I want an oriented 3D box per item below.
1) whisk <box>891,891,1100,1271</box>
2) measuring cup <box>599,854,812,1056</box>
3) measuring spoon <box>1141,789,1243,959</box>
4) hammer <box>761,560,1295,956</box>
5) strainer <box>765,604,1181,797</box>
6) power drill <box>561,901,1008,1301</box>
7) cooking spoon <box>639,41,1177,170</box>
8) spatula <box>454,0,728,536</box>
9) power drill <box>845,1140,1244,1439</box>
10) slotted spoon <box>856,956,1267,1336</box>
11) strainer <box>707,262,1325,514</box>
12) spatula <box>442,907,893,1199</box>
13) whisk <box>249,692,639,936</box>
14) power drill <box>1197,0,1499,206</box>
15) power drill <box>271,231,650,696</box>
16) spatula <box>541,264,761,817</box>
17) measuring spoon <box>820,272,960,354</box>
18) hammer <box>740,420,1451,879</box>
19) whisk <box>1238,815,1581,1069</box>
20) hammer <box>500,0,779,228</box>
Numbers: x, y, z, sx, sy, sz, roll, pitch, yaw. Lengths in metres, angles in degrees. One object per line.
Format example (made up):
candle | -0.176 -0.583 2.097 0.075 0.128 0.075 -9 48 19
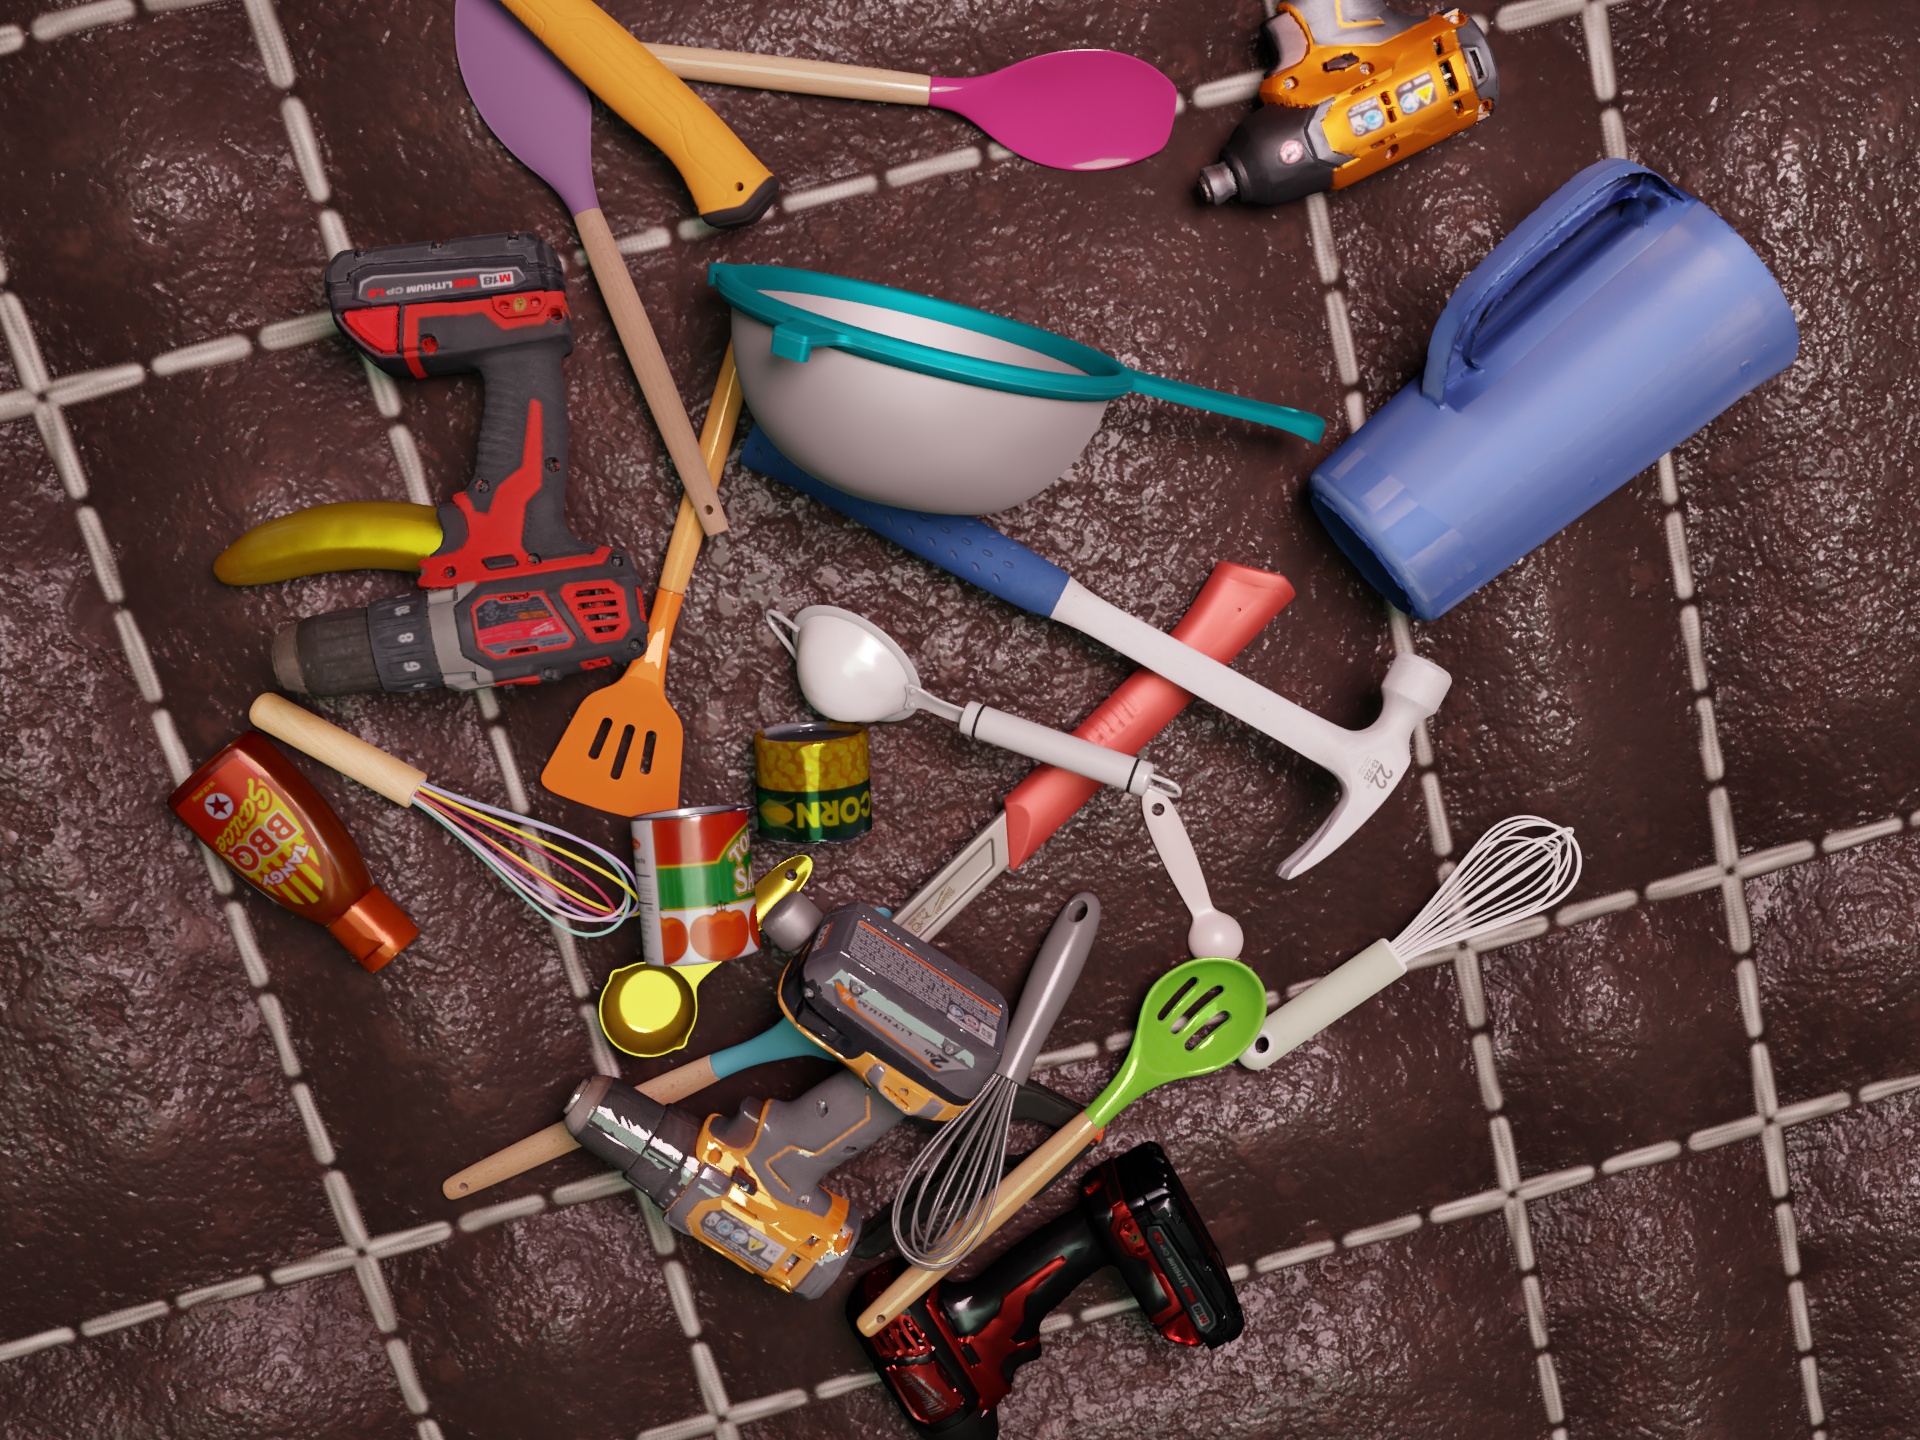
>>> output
whisk | 0.025 0.208 0.936 0.055 0.055 0.239 30 76 -10
measuring cup | -0.149 0.135 0.948 0.156 0.029 0.062 -43 99 -8
measuring spoon | 0.139 0.096 0.963 0.034 0.018 0.124 -25 102 0
hammer | 0.061 0.048 0.927 0.359 0.037 0.149 -44 103 1
strainer | -0.001 -0.003 0.876 0.258 0.050 0.086 19 144 12
power drill | -0.102 0.207 0.892 0.185 0.084 0.226 34 114 -7
cooking spoon | -0.042 -0.342 0.855 0.319 0.017 0.068 5 138 -4
spatula | -0.193 -0.247 0.855 0.060 0.018 0.316 -23 96 0
power drill | 0.054 0.368 0.983 0.219 0.078 0.143 -28 102 4
slotted spoon | 0.058 0.255 0.951 0.314 0.031 0.070 -42 98 -5
strainer | 0.032 -0.150 0.826 0.340 0.211 0.095 8 111 -22
spatula | -0.168 0.216 0.959 0.317 0.044 0.082 -25 101 5
whisk | -0.292 0.054 0.908 0.245 0.047 0.051 29 85 -6
power drill | 0.170 -0.393 0.840 0.164 0.084 0.226 -26 106 2
power drill | -0.272 -0.124 0.825 0.188 0.080 0.226 -10 93 -11
spatula | -0.157 -0.097 0.898 0.081 0.041 0.322 17 95 -10
measuring spoon | -0.034 -0.217 0.892 0.117 0.011 0.021 29 82 -7
hammer | 0.062 -0.058 0.882 0.405 0.035 0.144 29 89 0
whisk | 0.272 0.139 0.973 0.246 0.059 0.058 -36 65 6
hammer | -0.221 -0.386 0.814 0.337 0.034 0.127 43 98 -7
